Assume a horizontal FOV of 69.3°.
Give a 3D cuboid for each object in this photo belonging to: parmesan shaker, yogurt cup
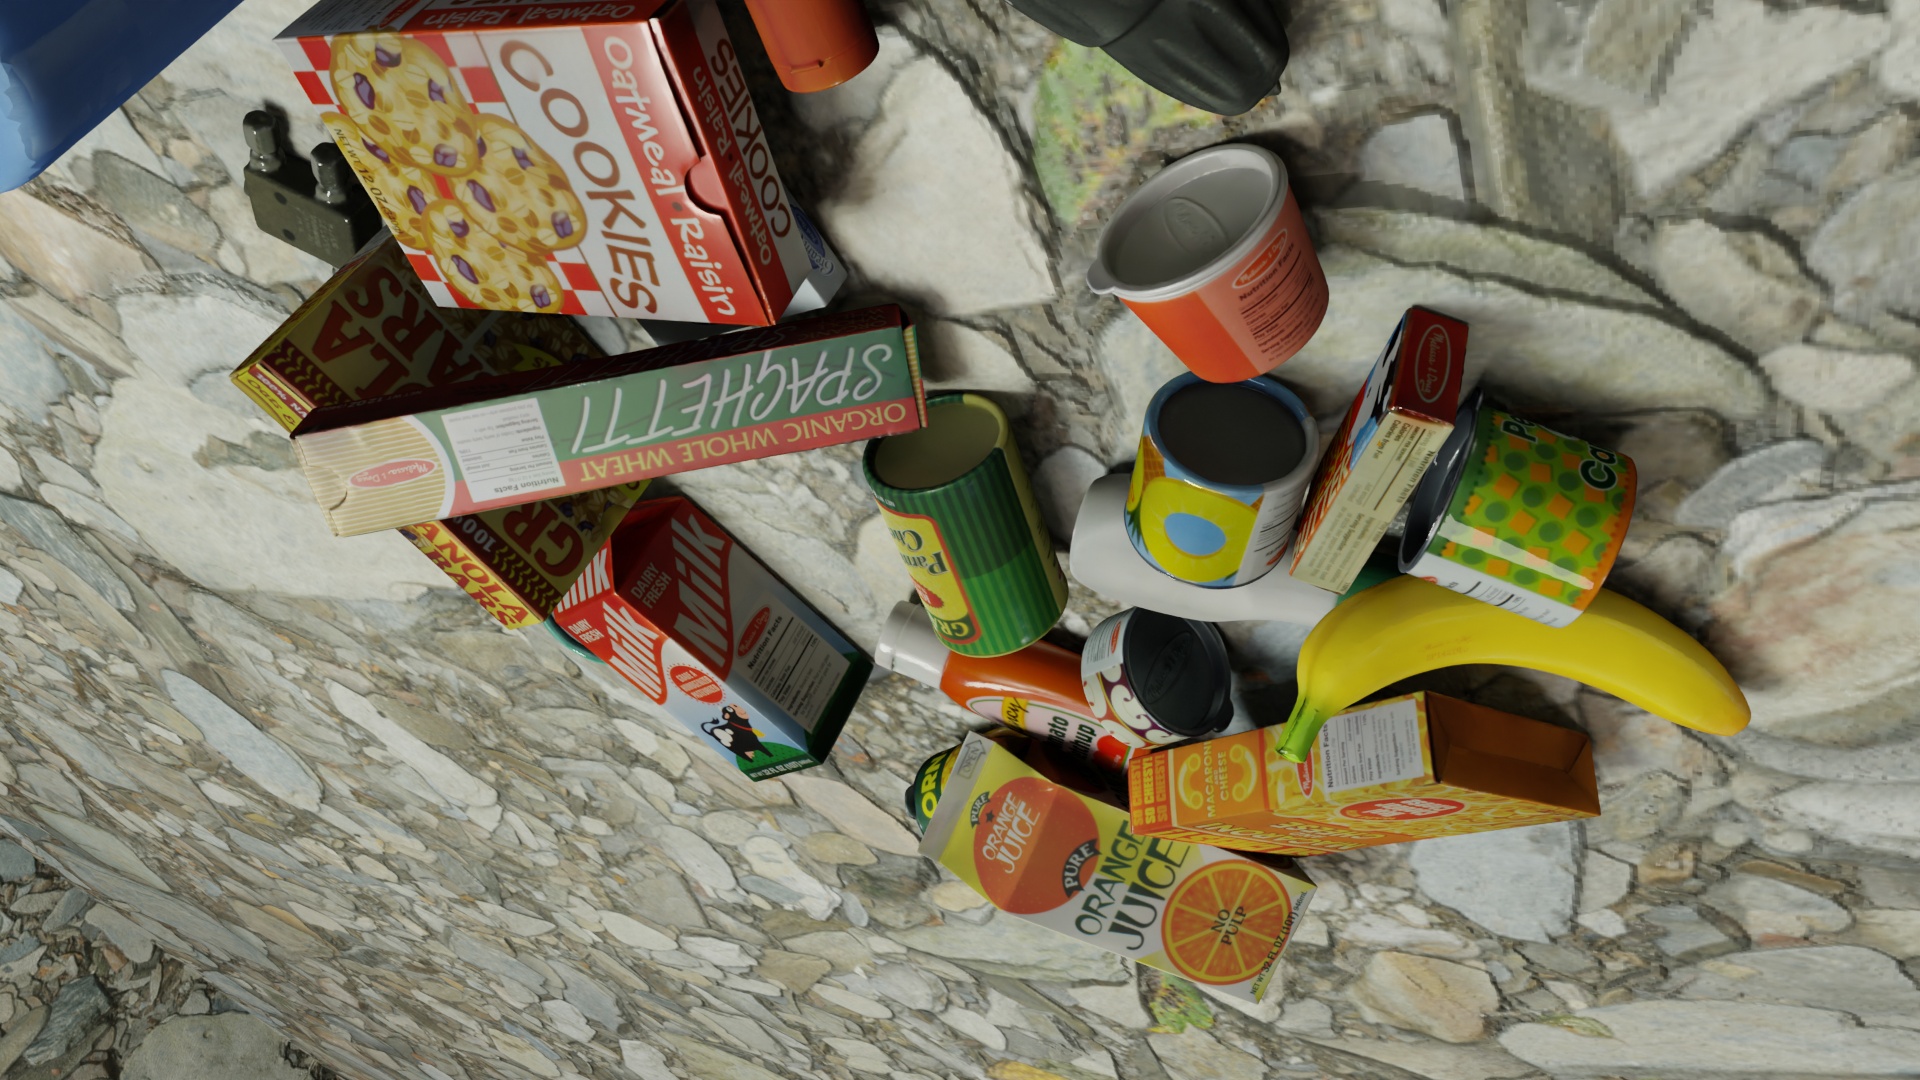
[{"bbox_3d":[0.002,-0.008,0.615,0.071,0.072,0.102,4,137,28],"label":"parmesan shaker"},{"bbox_3d":[0.087,-0.090,0.464,0.072,0.073,0.054,-8,139,38],"label":"yogurt cup"}]

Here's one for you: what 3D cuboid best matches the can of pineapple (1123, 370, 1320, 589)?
[{"bbox_3d":[0.097,-0.025,0.533,0.071,0.071,0.057,18,142,11],"label":"can of pineapple"}]

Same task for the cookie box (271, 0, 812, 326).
[{"bbox_3d":[-0.151,-0.141,0.514,0.167,0.040,0.122,7,140,24],"label":"cookie box"}]

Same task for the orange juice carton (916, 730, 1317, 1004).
[{"bbox_3d":[0.077,0.164,0.720,0.193,0.071,0.073,23,-173,-12],"label":"orange juice carton"}]

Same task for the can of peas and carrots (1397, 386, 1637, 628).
[{"bbox_3d":[0.196,-0.011,0.490,0.059,0.071,0.070,21,143,7],"label":"can of peas and carrots"}]

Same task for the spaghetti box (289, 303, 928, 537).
[{"bbox_3d":[-0.139,-0.050,0.571,0.250,0.029,0.050,-11,121,-2],"label":"spaghetti box"}]

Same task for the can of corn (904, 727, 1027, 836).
[{"bbox_3d":[0.013,0.144,0.788,0.071,0.071,0.058,39,141,-16],"label":"can of corn"}]

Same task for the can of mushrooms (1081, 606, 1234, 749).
[{"bbox_3d":[0.092,0.063,0.642,0.071,0.071,0.033,40,142,-17],"label":"can of mushrooms"}]

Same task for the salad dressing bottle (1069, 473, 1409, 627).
[{"bbox_3d":[0.122,0.011,0.582,0.148,0.044,0.064,14,141,14],"label":"salad dressing bottle"}]

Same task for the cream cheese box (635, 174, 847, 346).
[{"bbox_3d":[-0.102,-0.115,0.583,0.103,0.024,0.053,-7,133,38],"label":"cream cheese box"}]

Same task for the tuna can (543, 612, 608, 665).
[{"bbox_3d":[-0.219,0.045,0.842,0.071,0.033,0.070,17,142,14],"label":"tuna can"}]

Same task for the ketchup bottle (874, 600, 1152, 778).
[{"bbox_3d":[0.031,0.073,0.712,0.149,0.044,0.064,21,150,9],"label":"ketchup bottle"}]

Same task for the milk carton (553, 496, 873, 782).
[{"bbox_3d":[-0.147,0.044,0.762,0.190,0.074,0.072,44,141,-22],"label":"milk carton"}]

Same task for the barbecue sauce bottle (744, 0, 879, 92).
[{"bbox_3d":[-0.067,-0.212,0.426,0.065,0.044,0.148,-5,135,21],"label":"barbecue sauce bottle"}]

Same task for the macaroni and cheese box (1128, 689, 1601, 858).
[{"bbox_3d":[0.178,0.111,0.630,0.124,0.040,0.166,16,154,-35],"label":"macaroni and cheese box"}]

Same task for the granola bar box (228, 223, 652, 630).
[{"bbox_3d":[-0.223,-0.059,0.640,0.039,0.125,0.165,-11,130,43],"label":"granola bar box"}]

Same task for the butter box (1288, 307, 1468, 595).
[{"bbox_3d":[0.150,-0.030,0.505,0.024,0.053,0.103,20,144,5],"label":"butter box"}]
